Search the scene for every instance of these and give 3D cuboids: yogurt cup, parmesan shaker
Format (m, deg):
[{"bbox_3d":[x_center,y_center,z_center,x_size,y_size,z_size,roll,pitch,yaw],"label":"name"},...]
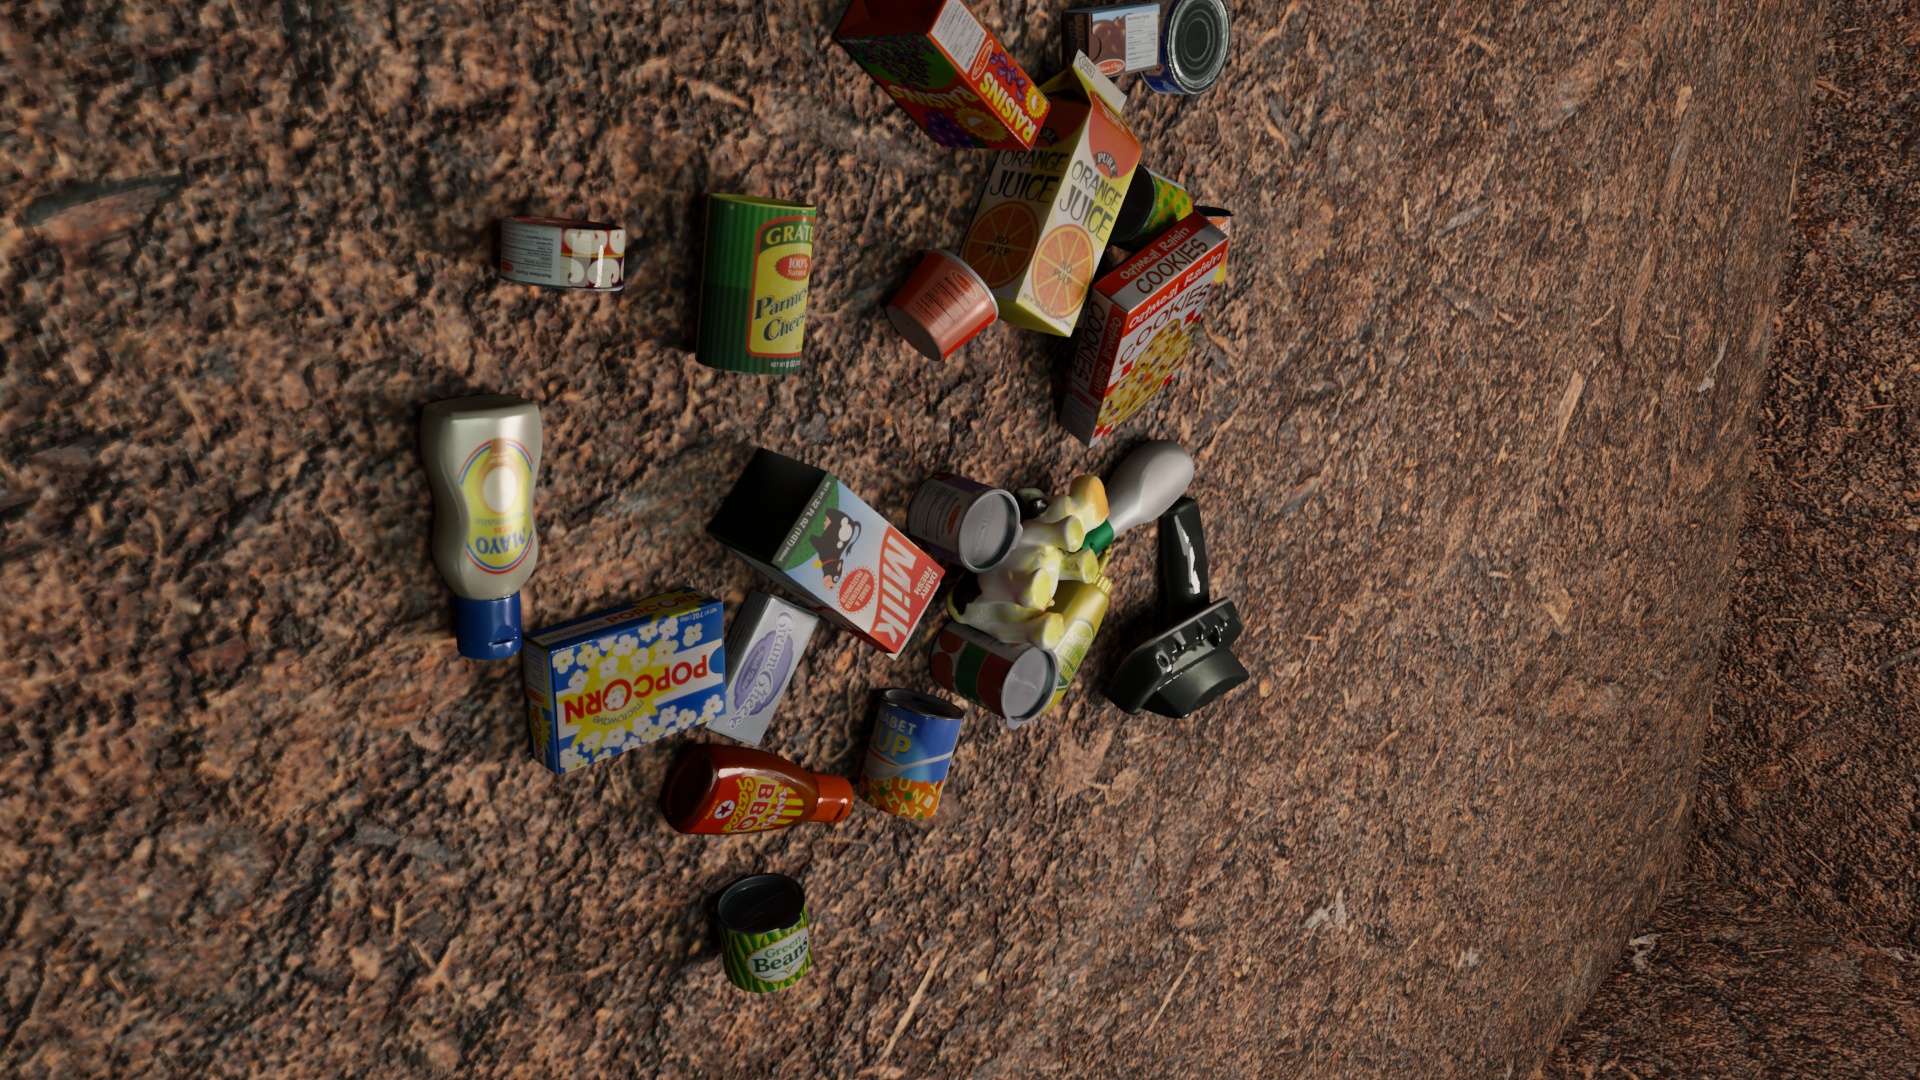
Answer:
[{"bbox_3d":[-0.015,-0.164,0.979,0.054,0.072,0.072,-47,135,-12],"label":"yogurt cup"},{"bbox_3d":[-0.126,-0.159,0.861,0.071,0.071,0.102,-9,112,-45],"label":"parmesan shaker"}]

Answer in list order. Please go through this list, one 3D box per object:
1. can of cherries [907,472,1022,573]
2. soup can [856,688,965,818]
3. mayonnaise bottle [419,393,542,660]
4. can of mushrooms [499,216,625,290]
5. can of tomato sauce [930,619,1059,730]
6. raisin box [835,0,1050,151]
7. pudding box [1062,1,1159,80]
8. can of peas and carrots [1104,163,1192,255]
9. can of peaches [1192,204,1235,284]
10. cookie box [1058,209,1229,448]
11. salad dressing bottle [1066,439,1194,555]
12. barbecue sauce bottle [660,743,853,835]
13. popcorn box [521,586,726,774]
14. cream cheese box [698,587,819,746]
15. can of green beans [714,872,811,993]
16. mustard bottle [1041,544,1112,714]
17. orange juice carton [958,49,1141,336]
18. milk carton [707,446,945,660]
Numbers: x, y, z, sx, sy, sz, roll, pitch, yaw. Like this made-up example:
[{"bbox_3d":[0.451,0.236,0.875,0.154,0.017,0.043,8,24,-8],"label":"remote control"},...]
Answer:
[{"bbox_3d":[0.004,-0.013,1.063,0.072,0.058,0.071,-20,119,-41],"label":"can of cherries"},{"bbox_3d":[-0.042,0.165,1.082,0.071,0.071,0.083,9,99,-48],"label":"soup can"},{"bbox_3d":[-0.269,-0.007,0.788,0.065,0.041,0.147,-15,115,-45],"label":"mayonnaise bottle"},{"bbox_3d":[-0.217,-0.158,0.765,0.071,0.071,0.033,-10,112,-44],"label":"can of mushrooms"},{"bbox_3d":[0.026,0.104,1.115,0.071,0.083,0.071,-21,120,-40],"label":"can of tomato sauce"},{"bbox_3d":[-0.010,-0.306,0.908,0.123,0.086,0.040,35,75,-48],"label":"raisin box"},{"bbox_3d":[0.115,-0.380,1.053,0.084,0.030,0.049,-25,124,-38],"label":"pudding box"},{"bbox_3d":[0.141,-0.259,1.103,0.059,0.071,0.071,7,101,-48],"label":"can of peas and carrots"},{"bbox_3d":[0.192,-0.247,1.159,0.071,0.071,0.057,-18,119,-42],"label":"can of peaches"},{"bbox_3d":[0.142,-0.167,1.108,0.123,0.040,0.166,-40,159,-27],"label":"cookie box"},{"bbox_3d":[0.143,-0.033,1.216,0.148,0.044,0.064,-39,130,-29],"label":"salad dressing bottle"},{"bbox_3d":[-0.140,0.182,0.999,0.148,0.044,0.064,17,109,-49],"label":"barbecue sauce bottle"},{"bbox_3d":[-0.213,0.087,0.889,0.127,0.038,0.085,-17,116,-42],"label":"popcorn box"},{"bbox_3d":[-0.144,0.088,0.973,0.053,0.024,0.104,31,82,-49],"label":"cream cheese box"},{"bbox_3d":[-0.144,0.289,1.022,0.071,0.071,0.057,-25,123,-38],"label":"can of green beans"},{"bbox_3d":[0.090,0.070,1.195,0.160,0.049,0.065,-58,139,-12],"label":"mustard bottle"},{"bbox_3d":[0.070,-0.256,1.024,0.072,0.073,0.192,23,88,-48],"label":"orange juice carton"},{"bbox_3d":[-0.079,0.018,0.976,0.072,0.073,0.190,-59,138,-11],"label":"milk carton"}]
